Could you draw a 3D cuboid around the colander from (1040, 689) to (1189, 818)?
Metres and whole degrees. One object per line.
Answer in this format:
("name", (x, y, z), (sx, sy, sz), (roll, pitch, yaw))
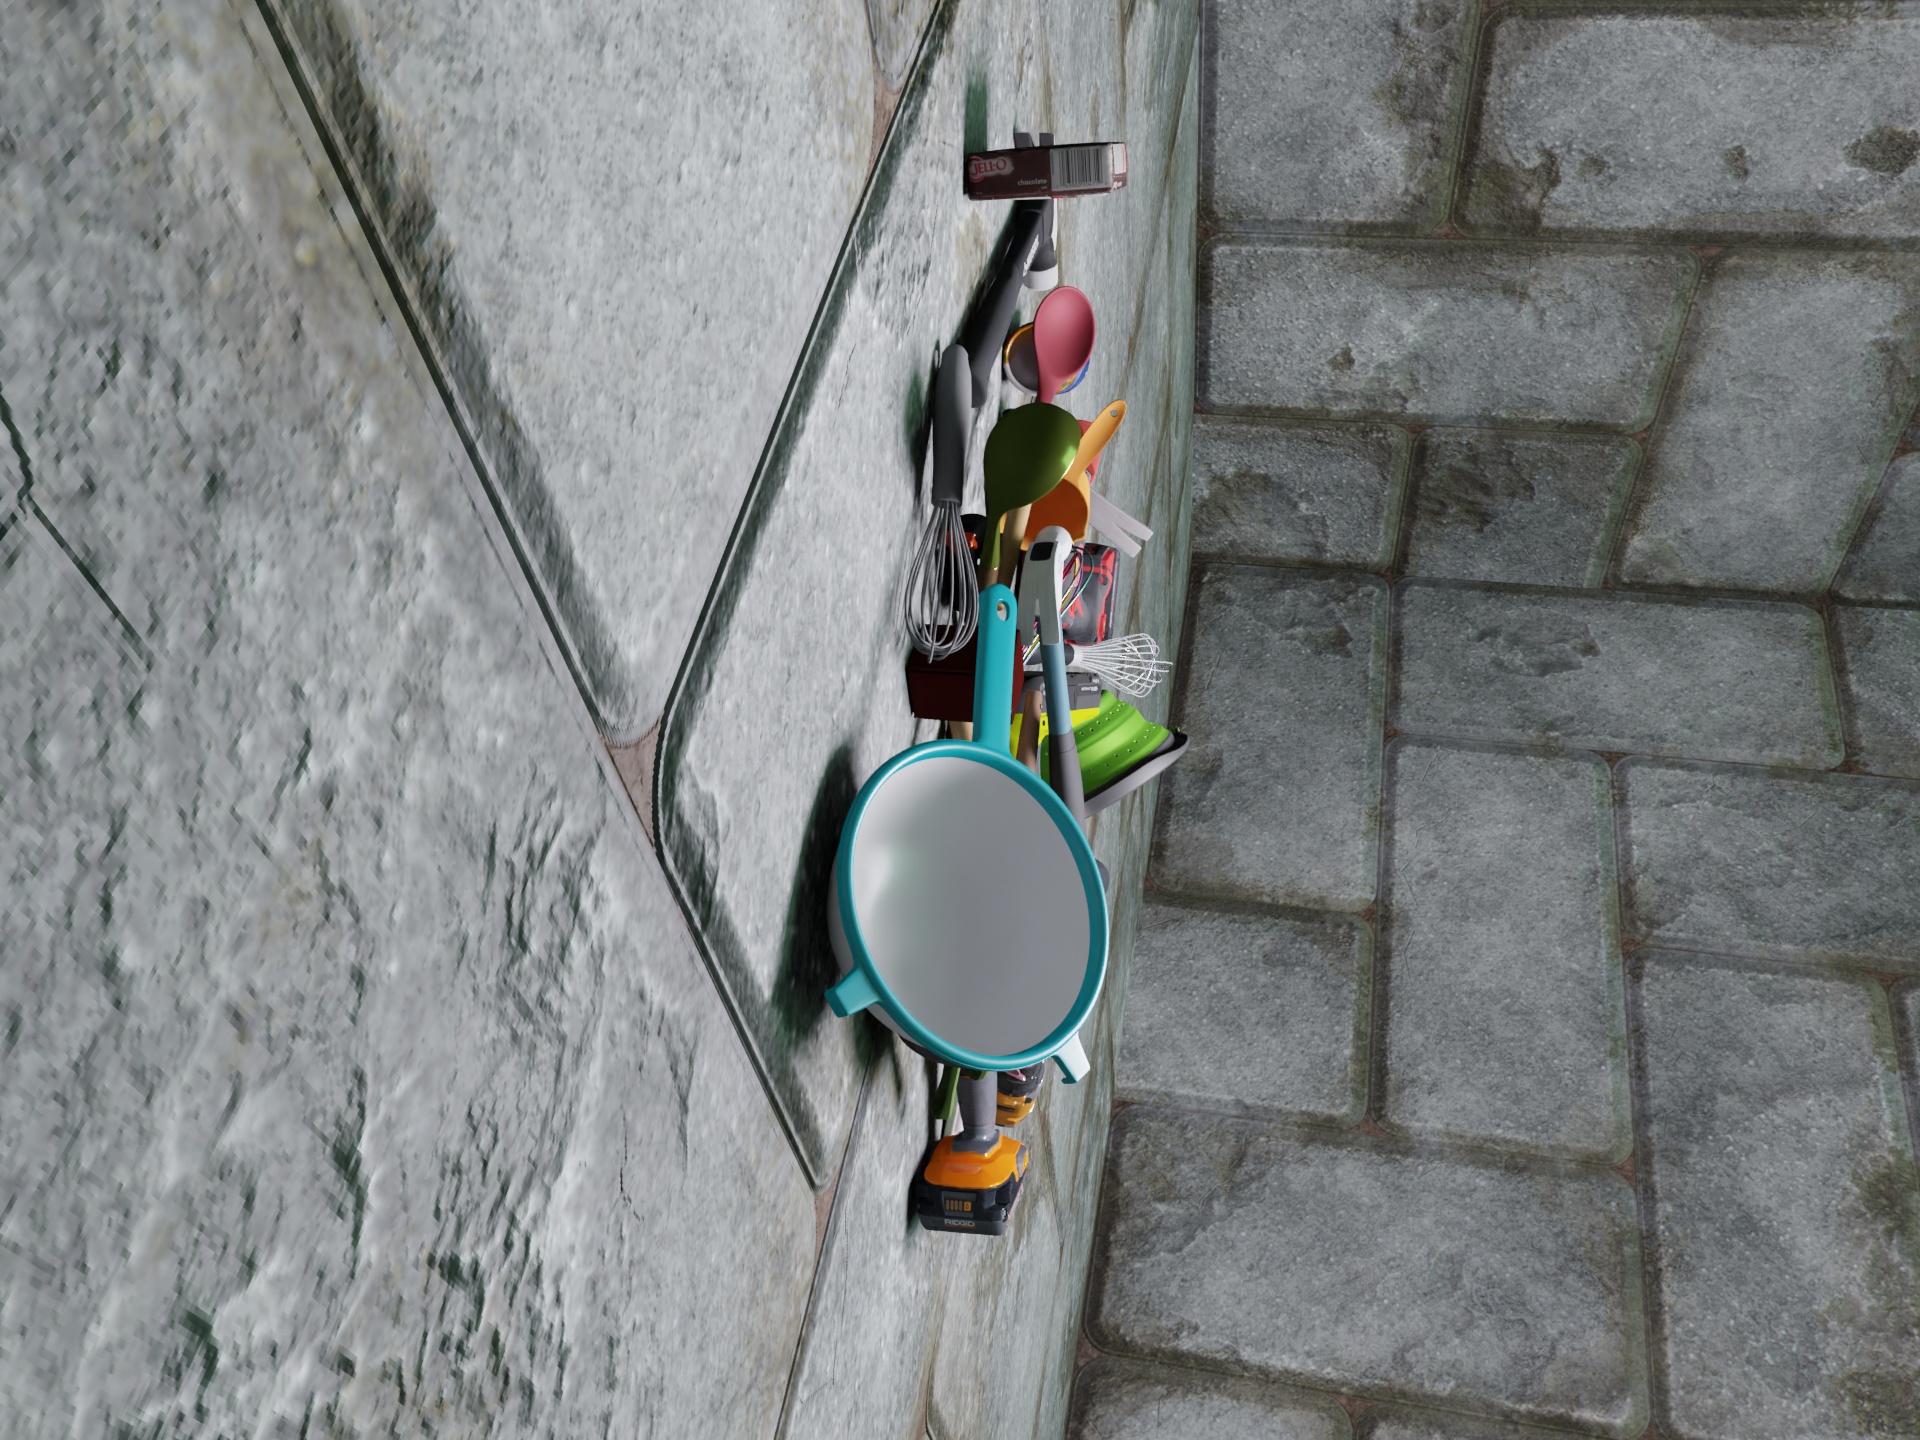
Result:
("colander", (0.089, 0.062, 1.590), (0.094, 0.204, 0.397), (60, 36, -6))

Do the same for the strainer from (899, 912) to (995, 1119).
("strainer", (-0.025, 0.223, 1.187), (0.152, 0.069, 0.256), (-101, -166, -45))

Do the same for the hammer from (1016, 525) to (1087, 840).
("hammer", (0.082, 0.019, 1.284), (0.128, 0.033, 0.330), (-63, 149, -65))

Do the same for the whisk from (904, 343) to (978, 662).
("whisk", (-0.011, -0.157, 1.135), (0.055, 0.055, 0.239), (49, 43, -74))

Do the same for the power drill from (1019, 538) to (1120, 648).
("power drill", (0.111, -0.155, 1.658), (0.219, 0.078, 0.143), (26, 69, -75))

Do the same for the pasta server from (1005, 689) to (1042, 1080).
("pasta server", (0.047, 0.120, 1.241), (0.060, 0.040, 0.316), (63, 32, -61))

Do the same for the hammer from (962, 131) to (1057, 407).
("hammer", (0.038, -0.358, 1.300), (0.335, 0.035, 0.146), (-72, 163, -47))

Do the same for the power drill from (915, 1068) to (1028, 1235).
("power drill", (0.008, 0.313, 1.351), (0.164, 0.084, 0.226), (-18, 108, -77))

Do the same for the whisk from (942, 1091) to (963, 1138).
("whisk", (0.019, 0.277, 1.471), (0.059, 0.057, 0.246), (159, -54, -68))

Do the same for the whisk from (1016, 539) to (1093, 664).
("whisk", (0.053, -0.055, 1.322), (0.047, 0.051, 0.245), (91, 22, -61))

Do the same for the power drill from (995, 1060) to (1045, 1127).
("power drill", (0.069, 0.272, 1.573), (0.185, 0.084, 0.226), (98, 6, -61))

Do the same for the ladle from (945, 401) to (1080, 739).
("ladle", (0.029, -0.098, 1.195), (0.320, 0.062, 0.078), (102, -18, -44))

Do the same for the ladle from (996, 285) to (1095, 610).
("ladle", (0.061, -0.225, 1.303), (0.069, 0.031, 0.316), (33, 58, -35))

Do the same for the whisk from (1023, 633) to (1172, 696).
("whisk", (0.130, -0.065, 1.624), (0.284, 0.070, 0.070), (4, 92, -53))

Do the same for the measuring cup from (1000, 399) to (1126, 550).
("measuring cup", (0.092, -0.223, 1.372), (0.173, 0.095, 0.052), (-51, -159, 37))

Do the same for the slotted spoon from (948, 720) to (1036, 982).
("slotted spoon", (0.019, 0.078, 1.164), (0.070, 0.031, 0.314), (74, 2, -61))

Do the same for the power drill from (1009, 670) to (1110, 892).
("power drill", (0.073, 0.072, 1.410), (0.190, 0.080, 0.228), (-5, 97, -53))

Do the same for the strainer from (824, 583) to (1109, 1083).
("strainer", (-0.007, 0.069, 1.053), (0.095, 0.210, 0.341), (-30, -133, 46))

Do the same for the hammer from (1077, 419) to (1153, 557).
("hammer", (0.132, -0.258, 1.630), (0.036, 0.149, 0.359), (-51, -174, 18))
